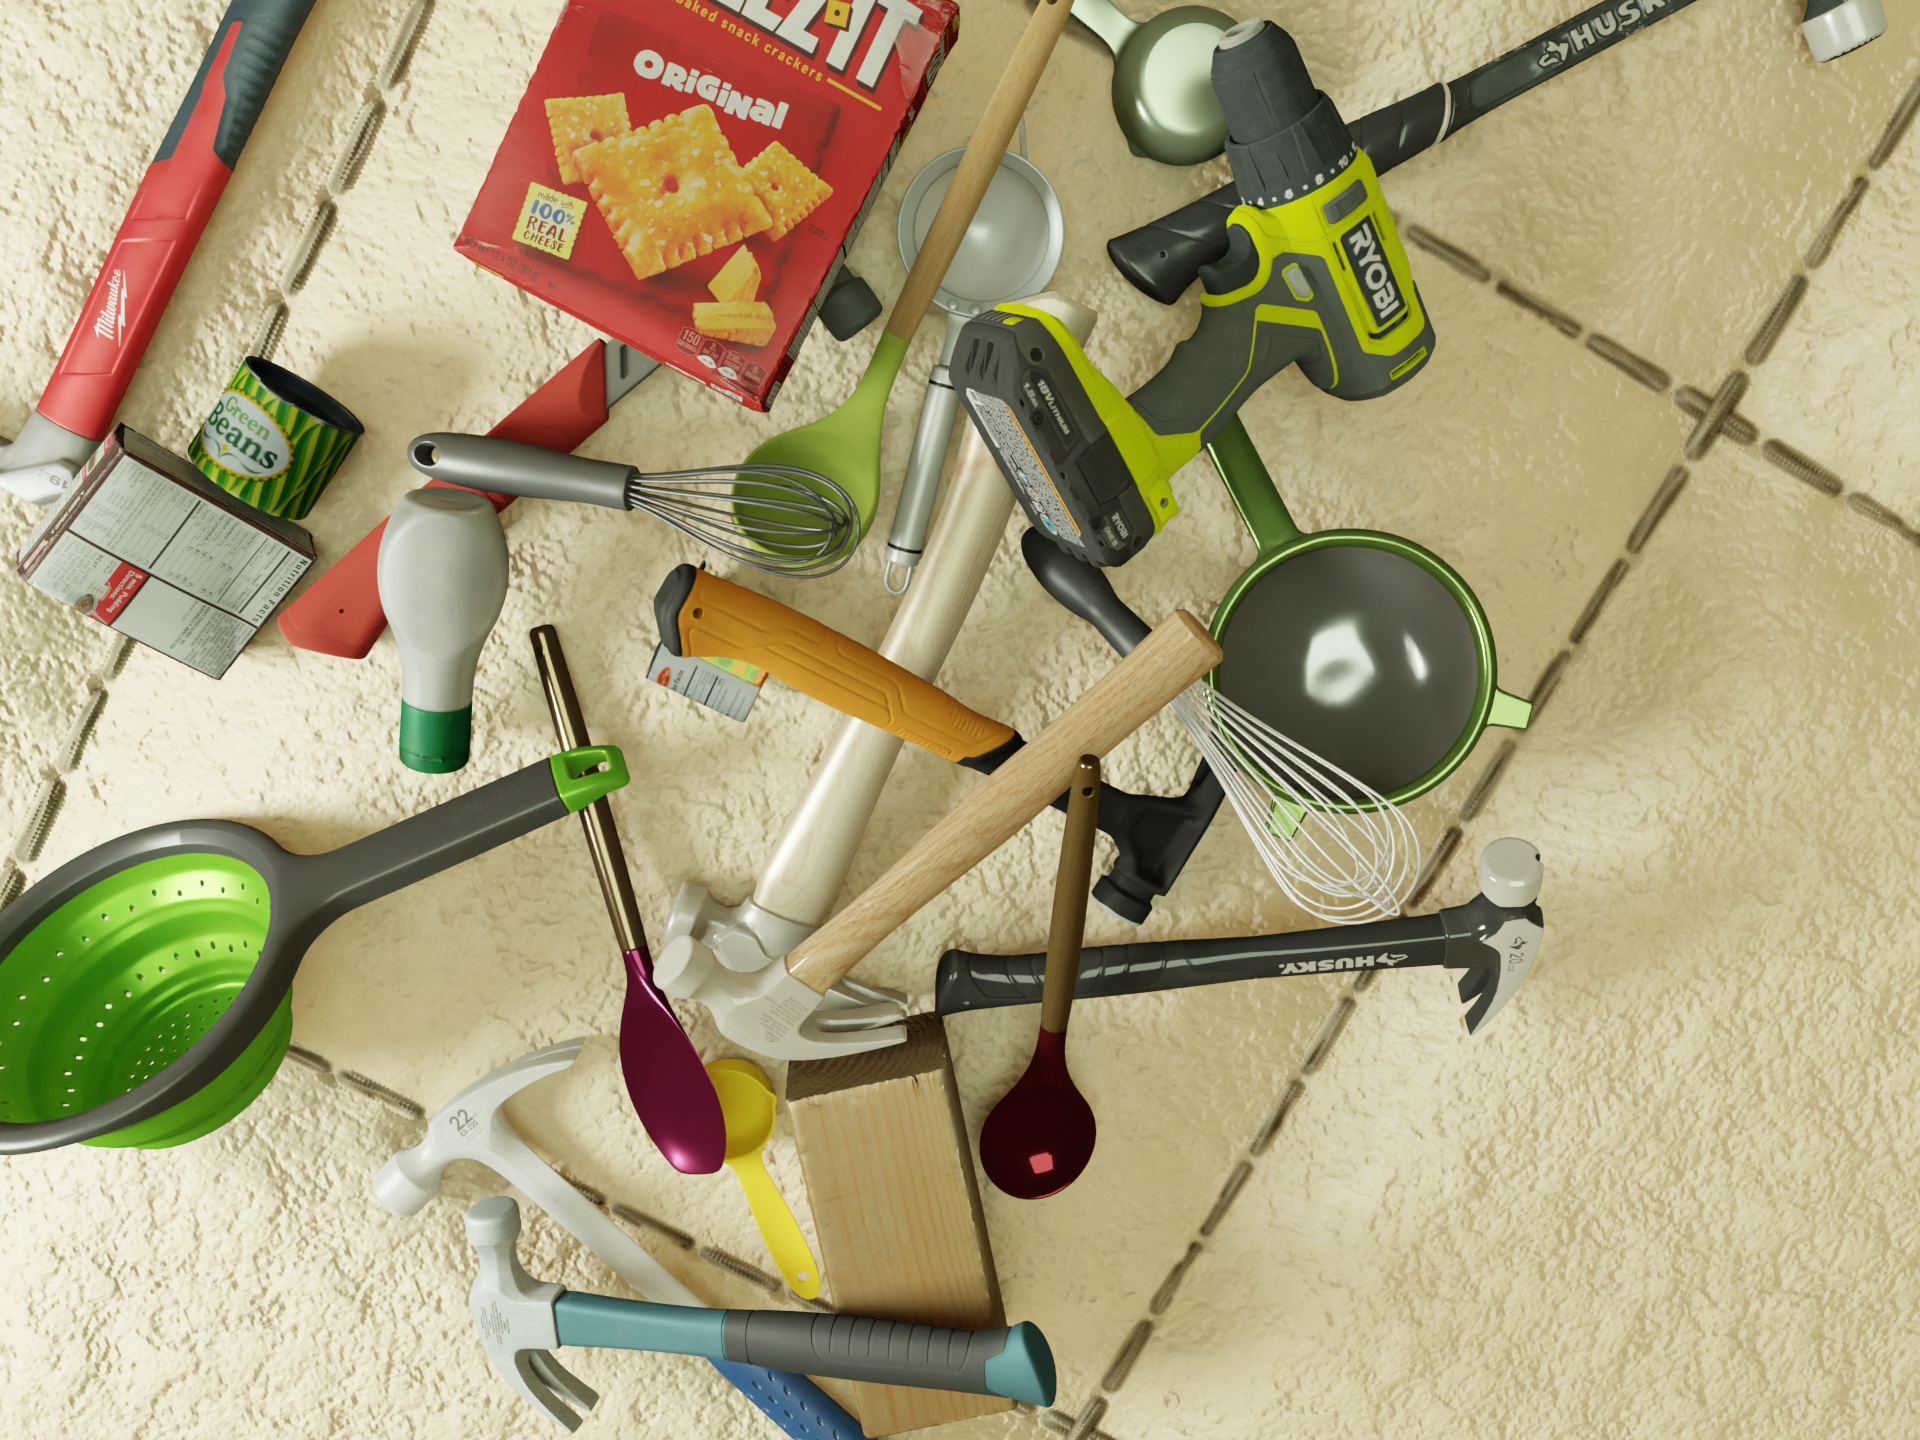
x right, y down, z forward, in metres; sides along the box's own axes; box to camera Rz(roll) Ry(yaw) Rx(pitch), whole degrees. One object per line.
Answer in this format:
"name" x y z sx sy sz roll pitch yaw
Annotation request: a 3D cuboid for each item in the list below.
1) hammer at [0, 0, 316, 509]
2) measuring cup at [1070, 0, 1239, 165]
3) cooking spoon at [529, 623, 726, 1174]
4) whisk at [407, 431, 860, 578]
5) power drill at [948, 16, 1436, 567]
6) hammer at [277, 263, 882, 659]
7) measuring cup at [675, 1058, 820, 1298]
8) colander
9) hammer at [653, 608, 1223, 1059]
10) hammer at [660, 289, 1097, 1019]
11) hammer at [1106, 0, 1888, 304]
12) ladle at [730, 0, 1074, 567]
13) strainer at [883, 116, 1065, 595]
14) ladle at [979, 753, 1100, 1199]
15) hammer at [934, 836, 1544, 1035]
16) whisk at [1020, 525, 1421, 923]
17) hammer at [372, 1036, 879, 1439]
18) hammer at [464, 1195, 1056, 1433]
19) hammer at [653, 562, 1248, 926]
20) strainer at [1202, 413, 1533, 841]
"hammer" -0.404 -0.289 0.808 0.143 0.038 0.386 30 98 -6
"measuring cup" 0.083 -0.355 0.811 0.167 0.038 0.083 38 97 -10
"cooking spoon" -0.188 0.101 0.882 0.069 0.017 0.319 -12 95 35
"whisk" -0.166 -0.114 0.798 0.239 0.055 0.055 11 101 8
"power drill" 0.112 -0.202 0.771 0.228 0.080 0.190 -38 120 -9
"hammer" -0.222 -0.164 0.839 0.359 0.037 0.149 -39 100 5
"measuring cup" -0.116 0.268 0.931 0.062 0.029 0.156 -21 103 2
"colander" -0.352 0.125 0.850 0.397 0.205 0.094 -24 134 -6
"hammer" 0.001 0.064 0.815 0.331 0.031 0.130 -41 122 16
"hammer" -0.019 -0.029 0.854 0.146 0.038 0.410 23 104 -8
"hammer" 0.265 -0.330 0.825 0.409 0.036 0.149 -27 99 3
"ladle" -0.025 -0.216 0.788 0.078 0.062 0.320 36 115 15
"strainer" -0.006 -0.190 0.841 0.087 0.050 0.258 15 106 0
"ladle" 0.052 0.146 0.856 0.069 0.031 0.315 -2 126 -9
"hammer" 0.148 0.137 0.889 0.335 0.035 0.146 -7 138 8
"whisk" 0.124 -0.005 0.817 0.070 0.070 0.285 -44 66 6
"hammer" -0.147 0.355 0.941 0.144 0.035 0.405 -44 99 6
"hammer" -0.112 0.333 0.861 0.331 0.033 0.128 0 103 15
"hammer" -0.001 -0.003 0.821 0.336 0.034 0.127 26 99 -28
"strainer" 0.184 -0.072 0.866 0.151 0.069 0.256 -27 83 9
